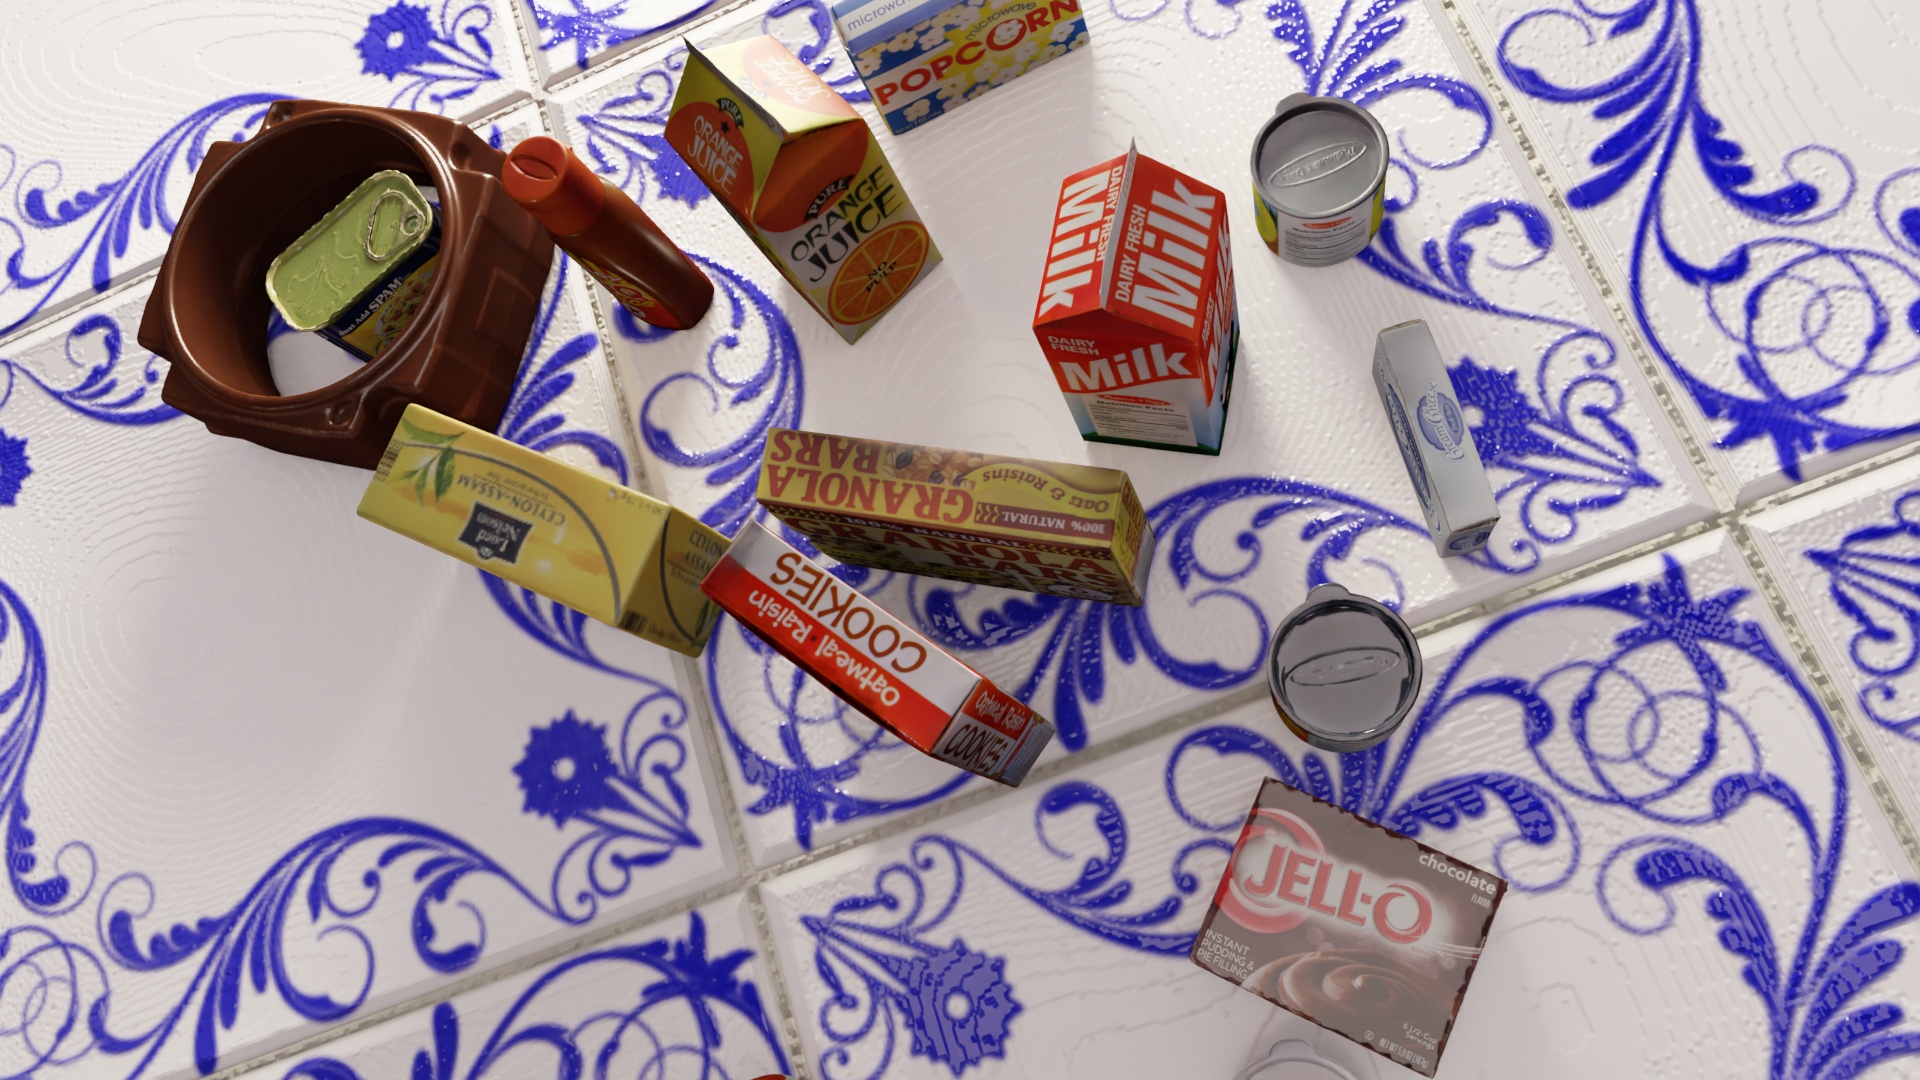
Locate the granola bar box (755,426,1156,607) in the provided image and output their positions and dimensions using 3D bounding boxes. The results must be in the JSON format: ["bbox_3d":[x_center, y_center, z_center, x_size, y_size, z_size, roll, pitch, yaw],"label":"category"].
[{"bbox_3d":[0.002,-0.008,0.659,0.165,0.124,0.039,8,78,16],"label":"granola bar box"}]

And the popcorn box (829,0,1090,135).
[{"bbox_3d":[0.002,-0.281,0.755,0.126,0.085,0.038,-25,71,6],"label":"popcorn box"}]

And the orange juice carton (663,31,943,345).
[{"bbox_3d":[-0.079,-0.178,0.689,0.073,0.192,0.072,-44,70,0],"label":"orange juice carton"}]

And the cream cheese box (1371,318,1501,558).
[{"bbox_3d":[0.222,-0.047,0.654,0.024,0.053,0.104,-17,72,9],"label":"cream cheese box"}]

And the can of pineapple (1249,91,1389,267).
[{"bbox_3d":[0.180,-0.180,0.698,0.071,0.057,0.071,-4,75,13],"label":"can of pineapple"}]

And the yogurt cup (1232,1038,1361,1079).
[{"bbox_3d":[0.145,0.250,0.591,0.072,0.054,0.072,-4,74,13],"label":"yogurt cup"}]

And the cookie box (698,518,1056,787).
[{"bbox_3d":[-0.031,0.057,0.627,0.123,0.167,0.040,33,85,19],"label":"cookie box"}]

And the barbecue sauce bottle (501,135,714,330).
[{"bbox_3d":[-0.187,-0.161,0.735,0.065,0.148,0.044,25,83,19],"label":"barbecue sauce bottle"}]

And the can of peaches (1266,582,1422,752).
[{"bbox_3d":[0.174,0.060,0.634,0.071,0.058,0.071,-4,75,13],"label":"can of peaches"}]

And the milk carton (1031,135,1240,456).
[{"bbox_3d":[0.082,-0.104,0.631,0.073,0.190,0.072,8,78,16],"label":"milk carton"}]

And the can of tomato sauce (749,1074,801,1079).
[{"bbox_3d":[-0.098,0.278,0.627,0.071,0.083,0.071,-4,75,13],"label":"can of tomato sauce"}]
